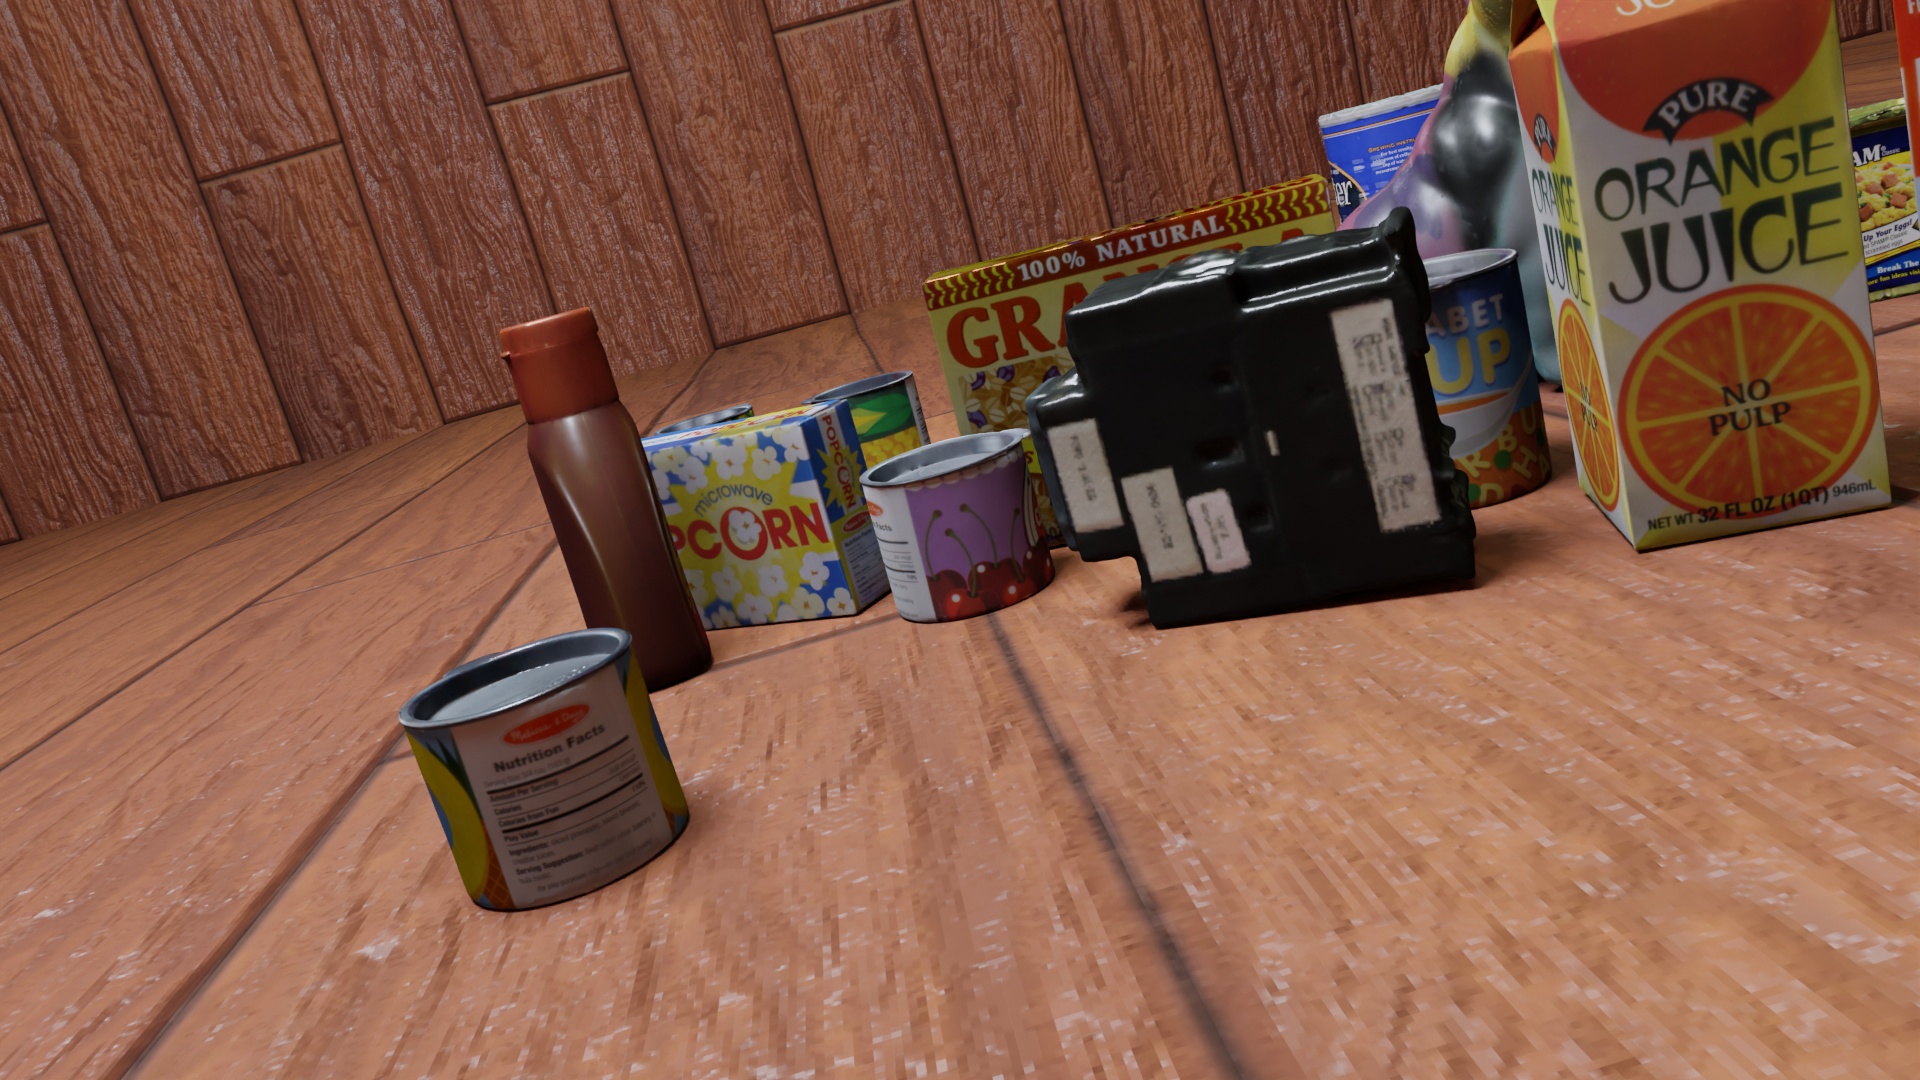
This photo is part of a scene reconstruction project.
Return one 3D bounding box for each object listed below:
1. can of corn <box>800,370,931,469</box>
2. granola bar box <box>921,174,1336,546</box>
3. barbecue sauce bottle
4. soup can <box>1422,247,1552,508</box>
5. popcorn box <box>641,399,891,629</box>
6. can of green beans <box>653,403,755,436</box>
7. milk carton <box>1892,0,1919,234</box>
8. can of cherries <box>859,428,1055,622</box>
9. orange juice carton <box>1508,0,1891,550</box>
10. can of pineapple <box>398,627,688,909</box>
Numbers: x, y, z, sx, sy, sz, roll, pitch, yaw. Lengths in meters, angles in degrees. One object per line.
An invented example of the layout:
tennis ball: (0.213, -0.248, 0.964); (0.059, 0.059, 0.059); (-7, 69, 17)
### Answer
can of corn: (-0.056, -0.067, 0.855); (0.071, 0.058, 0.071); (-14, 13, 4)
granola bar box: (0.080, -0.070, 0.579); (0.165, 0.124, 0.039); (-12, 14, 15)
barbecue sauce bottle: (-0.142, -0.016, 0.552); (0.044, 0.148, 0.065); (-21, 14, -23)
soup can: (0.177, -0.058, 0.512); (0.071, 0.083, 0.071); (-14, 13, 4)
popcorn box: (-0.098, -0.008, 0.605); (0.126, 0.085, 0.038); (-7, 15, 30)
can of green beans: (-0.160, -0.052, 0.906); (0.071, 0.057, 0.071); (-14, 13, 4)
milk carton: (0.362, -0.148, 0.445); (0.072, 0.190, 0.073); (-16, 13, -3)
can of cherries: (0.002, -0.007, 0.550); (0.071, 0.058, 0.071); (-14, 13, 4)
orange juice carton: (0.216, -0.103, 0.416); (0.072, 0.192, 0.073); (-12, 13, 15)
can of pineapple: (-0.118, 0.063, 0.400); (0.071, 0.057, 0.071); (-14, 13, 4)
